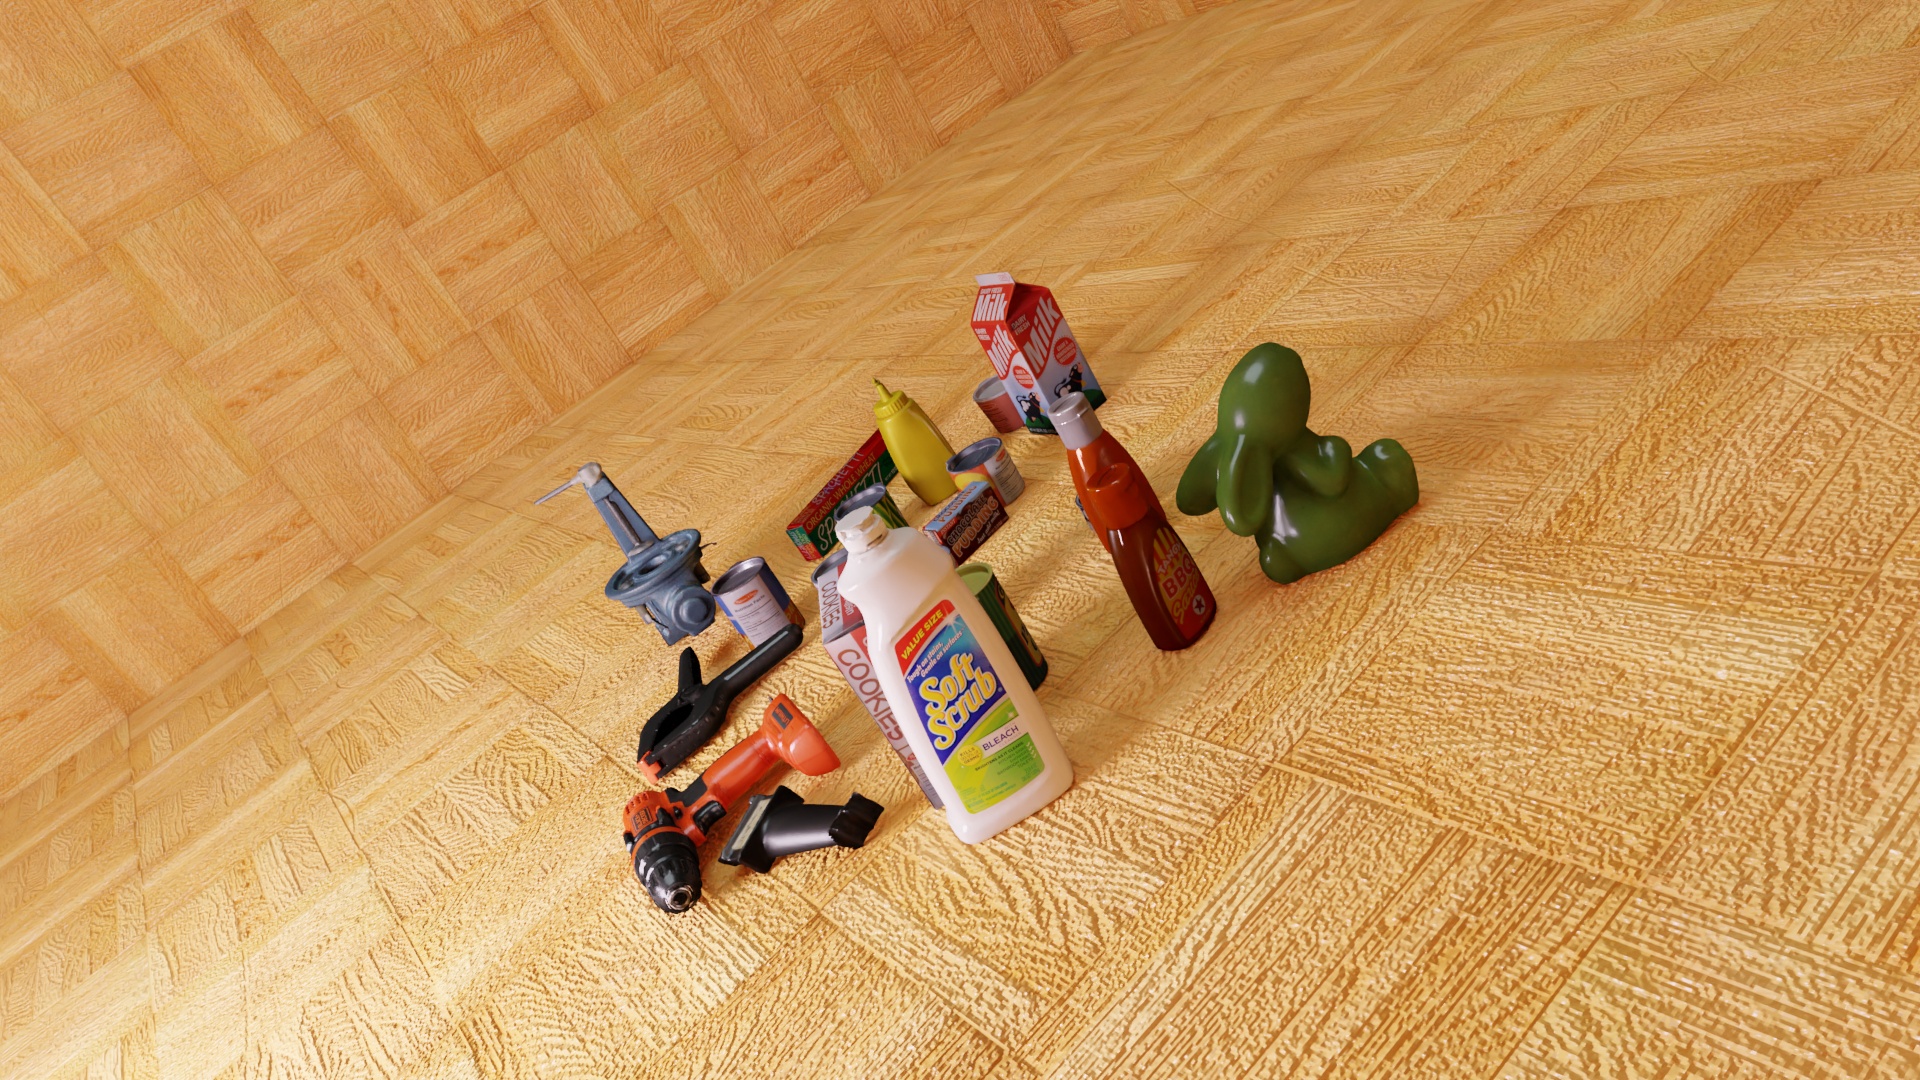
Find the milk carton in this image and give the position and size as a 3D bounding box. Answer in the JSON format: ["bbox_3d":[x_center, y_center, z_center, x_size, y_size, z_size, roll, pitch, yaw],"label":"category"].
[{"bbox_3d":[0.078,-0.215,1.545,0.074,0.190,0.072,-41,24,-22],"label":"milk carton"}]

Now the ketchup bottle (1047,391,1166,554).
[{"bbox_3d":[0.126,-0.061,1.225,0.065,0.148,0.043,-41,24,-23],"label":"ketchup bottle"}]

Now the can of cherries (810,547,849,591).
[{"bbox_3d":[-0.109,0.047,1.409,0.071,0.058,0.072,-26,23,12],"label":"can of cherries"}]

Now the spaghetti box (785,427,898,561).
[{"bbox_3d":[-0.123,-0.069,1.673,0.028,0.050,0.251,-10,30,41],"label":"spaghetti box"}]

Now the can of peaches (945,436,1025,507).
[{"bbox_3d":[0.026,-0.068,1.479,0.071,0.058,0.071,-26,23,12],"label":"can of peaches"}]

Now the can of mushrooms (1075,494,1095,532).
[{"bbox_3d":[0.144,-0.037,1.303,0.071,0.033,0.071,-26,23,12],"label":"can of mushrooms"}]

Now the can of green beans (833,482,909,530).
[{"bbox_3d":[-0.096,-0.019,1.528,0.071,0.057,0.071,-26,23,12],"label":"can of green beans"}]

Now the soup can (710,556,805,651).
[{"bbox_3d":[-0.212,0.068,1.457,0.071,0.083,0.071,-26,23,12],"label":"soup can"}]

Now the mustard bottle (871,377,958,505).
[{"bbox_3d":[-0.055,-0.117,1.547,0.065,0.159,0.049,-33,23,-5],"label":"mustard bottle"}]

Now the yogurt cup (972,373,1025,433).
[{"bbox_3d":[0.056,-0.164,1.644,0.072,0.053,0.073,-26,23,12],"label":"yogurt cup"}]

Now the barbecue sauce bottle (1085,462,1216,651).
[{"bbox_3d":[0.143,0.010,1.059,0.043,0.148,0.065,-6,33,45],"label":"barbecue sauce bottle"}]

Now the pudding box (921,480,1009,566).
[{"bbox_3d":[0.005,-0.018,1.412,0.084,0.049,0.030,-43,26,-28],"label":"pudding box"}]

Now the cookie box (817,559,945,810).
[{"bbox_3d":[-0.050,0.107,1.073,0.040,0.167,0.123,-29,23,4],"label":"cookie box"}]

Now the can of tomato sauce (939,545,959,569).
[{"bbox_3d":[-0.021,0.058,1.246,0.071,0.083,0.071,-26,23,12],"label":"can of tomato sauce"}]

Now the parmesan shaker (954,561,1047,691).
[{"bbox_3d":[0.019,0.077,1.132,0.071,0.102,0.071,-26,23,12],"label":"parmesan shaker"}]
